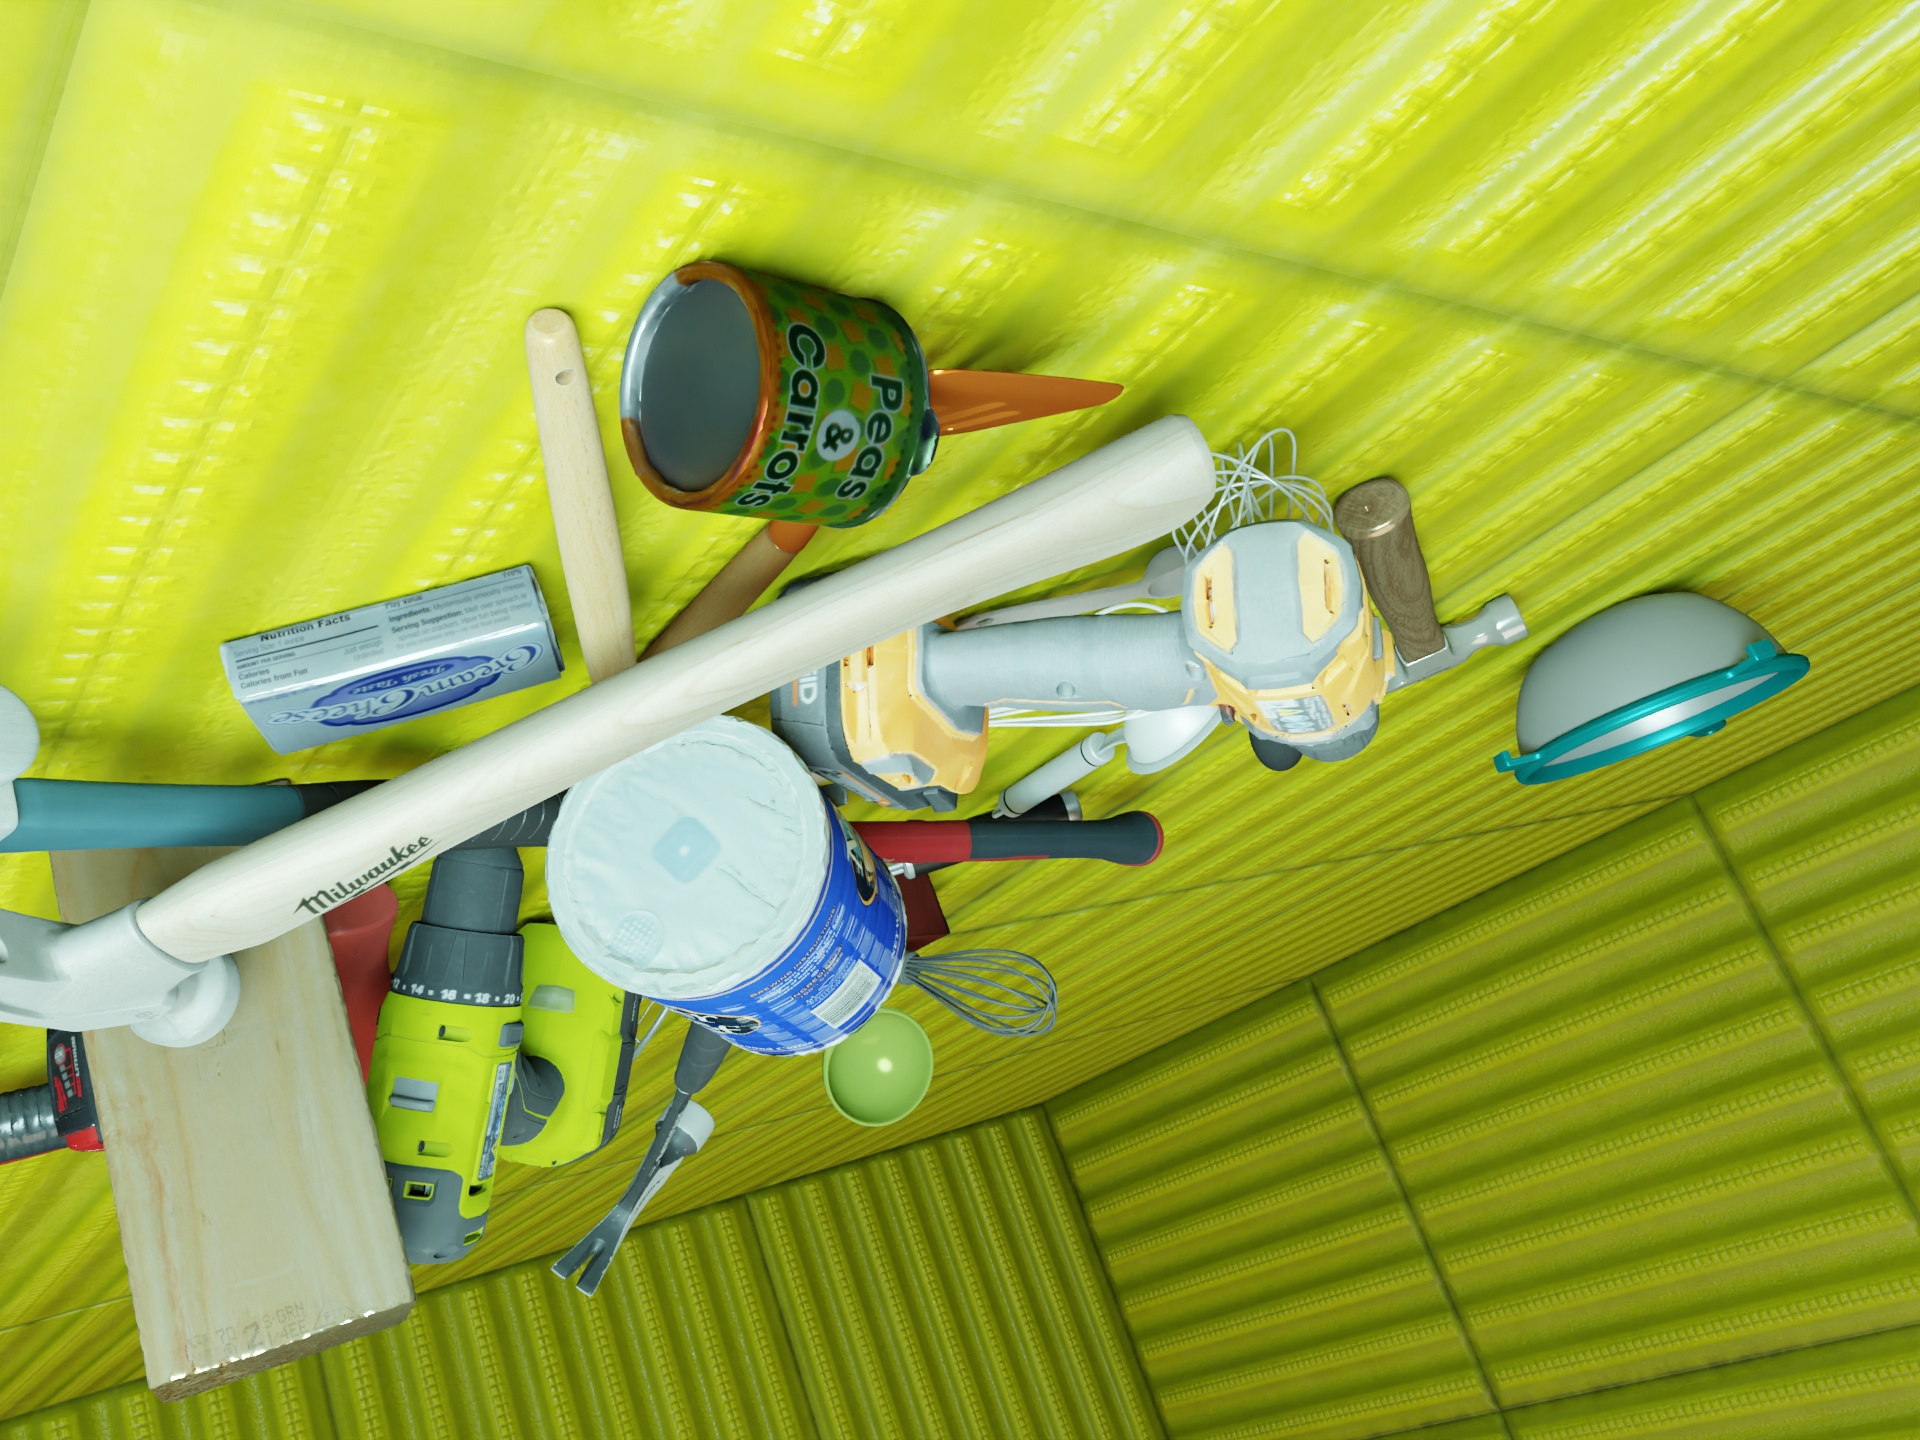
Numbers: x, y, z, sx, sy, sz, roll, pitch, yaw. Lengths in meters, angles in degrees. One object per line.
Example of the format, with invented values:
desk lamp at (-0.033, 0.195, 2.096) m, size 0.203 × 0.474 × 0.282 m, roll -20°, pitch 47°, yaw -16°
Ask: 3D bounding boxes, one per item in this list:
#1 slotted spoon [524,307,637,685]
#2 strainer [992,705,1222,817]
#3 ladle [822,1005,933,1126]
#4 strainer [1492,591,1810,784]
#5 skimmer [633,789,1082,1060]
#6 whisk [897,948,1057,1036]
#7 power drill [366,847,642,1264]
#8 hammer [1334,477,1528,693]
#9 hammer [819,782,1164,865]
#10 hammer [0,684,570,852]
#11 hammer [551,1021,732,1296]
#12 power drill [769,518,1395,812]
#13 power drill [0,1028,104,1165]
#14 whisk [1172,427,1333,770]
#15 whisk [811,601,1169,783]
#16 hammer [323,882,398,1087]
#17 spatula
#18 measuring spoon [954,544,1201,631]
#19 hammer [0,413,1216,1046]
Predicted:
slotted spoon at (-0.120, -0.027, 0.551) m, size 0.070 × 0.031 × 0.313 m, roll -26°, pitch 156°, yaw -19°
strainer at (0.083, 0.014, 0.930) m, size 0.258 × 0.050 × 0.087 m, roll -37°, pitch -159°, yaw 53°
ladle at (-0.080, 0.153, 0.965) m, size 0.078 × 0.062 × 0.319 m, roll -39°, pitch 144°, yaw -18°
strainer at (0.526, -0.033, 1.209) m, size 0.211 × 0.095 × 0.340 m, roll -29°, pitch 163°, yaw 30°
skimmer at (-0.082, 0.140, 1.026) m, size 0.363 × 0.090 × 0.127 m, roll -19°, pitch 162°, yaw -9°
whisk at (-0.035, 0.162, 1.050) m, size 0.239 × 0.055 × 0.055 m, roll 8°, pitch -178°, yaw 36°
power drill at (-0.231, 0.157, 0.812) m, size 0.080 × 0.190 × 0.228 m, roll 8°, pitch 173°, yaw 4°
hammer at (0.246, -0.068, 0.891) m, size 0.130 × 0.031 × 0.331 m, roll -26°, pitch 161°, yaw 14°
hammer at (0.011, 0.065, 0.890) m, size 0.143 × 0.038 × 0.386 m, roll -15°, pitch 168°, yaw 39°
hammer at (-0.232, 0.034, 0.570) m, size 0.128 × 0.033 × 0.330 m, roll -25°, pitch 166°, yaw 25°
hammer at (-0.161, 0.213, 0.922) m, size 0.149 × 0.036 × 0.408 m, roll -54°, pitch 175°, yaw -40°
power drill at (0.059, -0.014, 0.644) m, size 0.226 × 0.084 × 0.185 m, roll -6°, pitch 164°, yaw 19°
power drill at (-0.486, 0.191, 0.752) m, size 0.226 × 0.080 × 0.187 m, roll -15°, pitch 161°, yaw -9°
whisk at (0.142, -0.041, 0.737) m, size 0.070 × 0.070 × 0.284 m, roll -22°, pitch 151°, yaw 3°
whisk at (-0.001, -0.002, 0.781) m, size 0.246 × 0.057 × 0.059 m, roll -17°, pitch -164°, yaw 1°
hammer at (-0.324, 0.183, 0.857) m, size 0.149 × 0.037 × 0.358 m, roll -19°, pitch 152°, yaw -22°
spatula at (-0.073, -0.046, 0.578) m, size 0.081 × 0.041 × 0.322 m, roll -6°, pitch 158°, yaw -42°
measuring spoon at (0.056, -0.061, 0.732) m, size 0.124 × 0.018 × 0.034 m, roll -13°, pitch 161°, yaw -3°
hammer at (-0.106, -0.005, 0.505) m, size 0.410 × 0.038 × 0.146 m, roll -26°, pitch 164°, yaw -5°
